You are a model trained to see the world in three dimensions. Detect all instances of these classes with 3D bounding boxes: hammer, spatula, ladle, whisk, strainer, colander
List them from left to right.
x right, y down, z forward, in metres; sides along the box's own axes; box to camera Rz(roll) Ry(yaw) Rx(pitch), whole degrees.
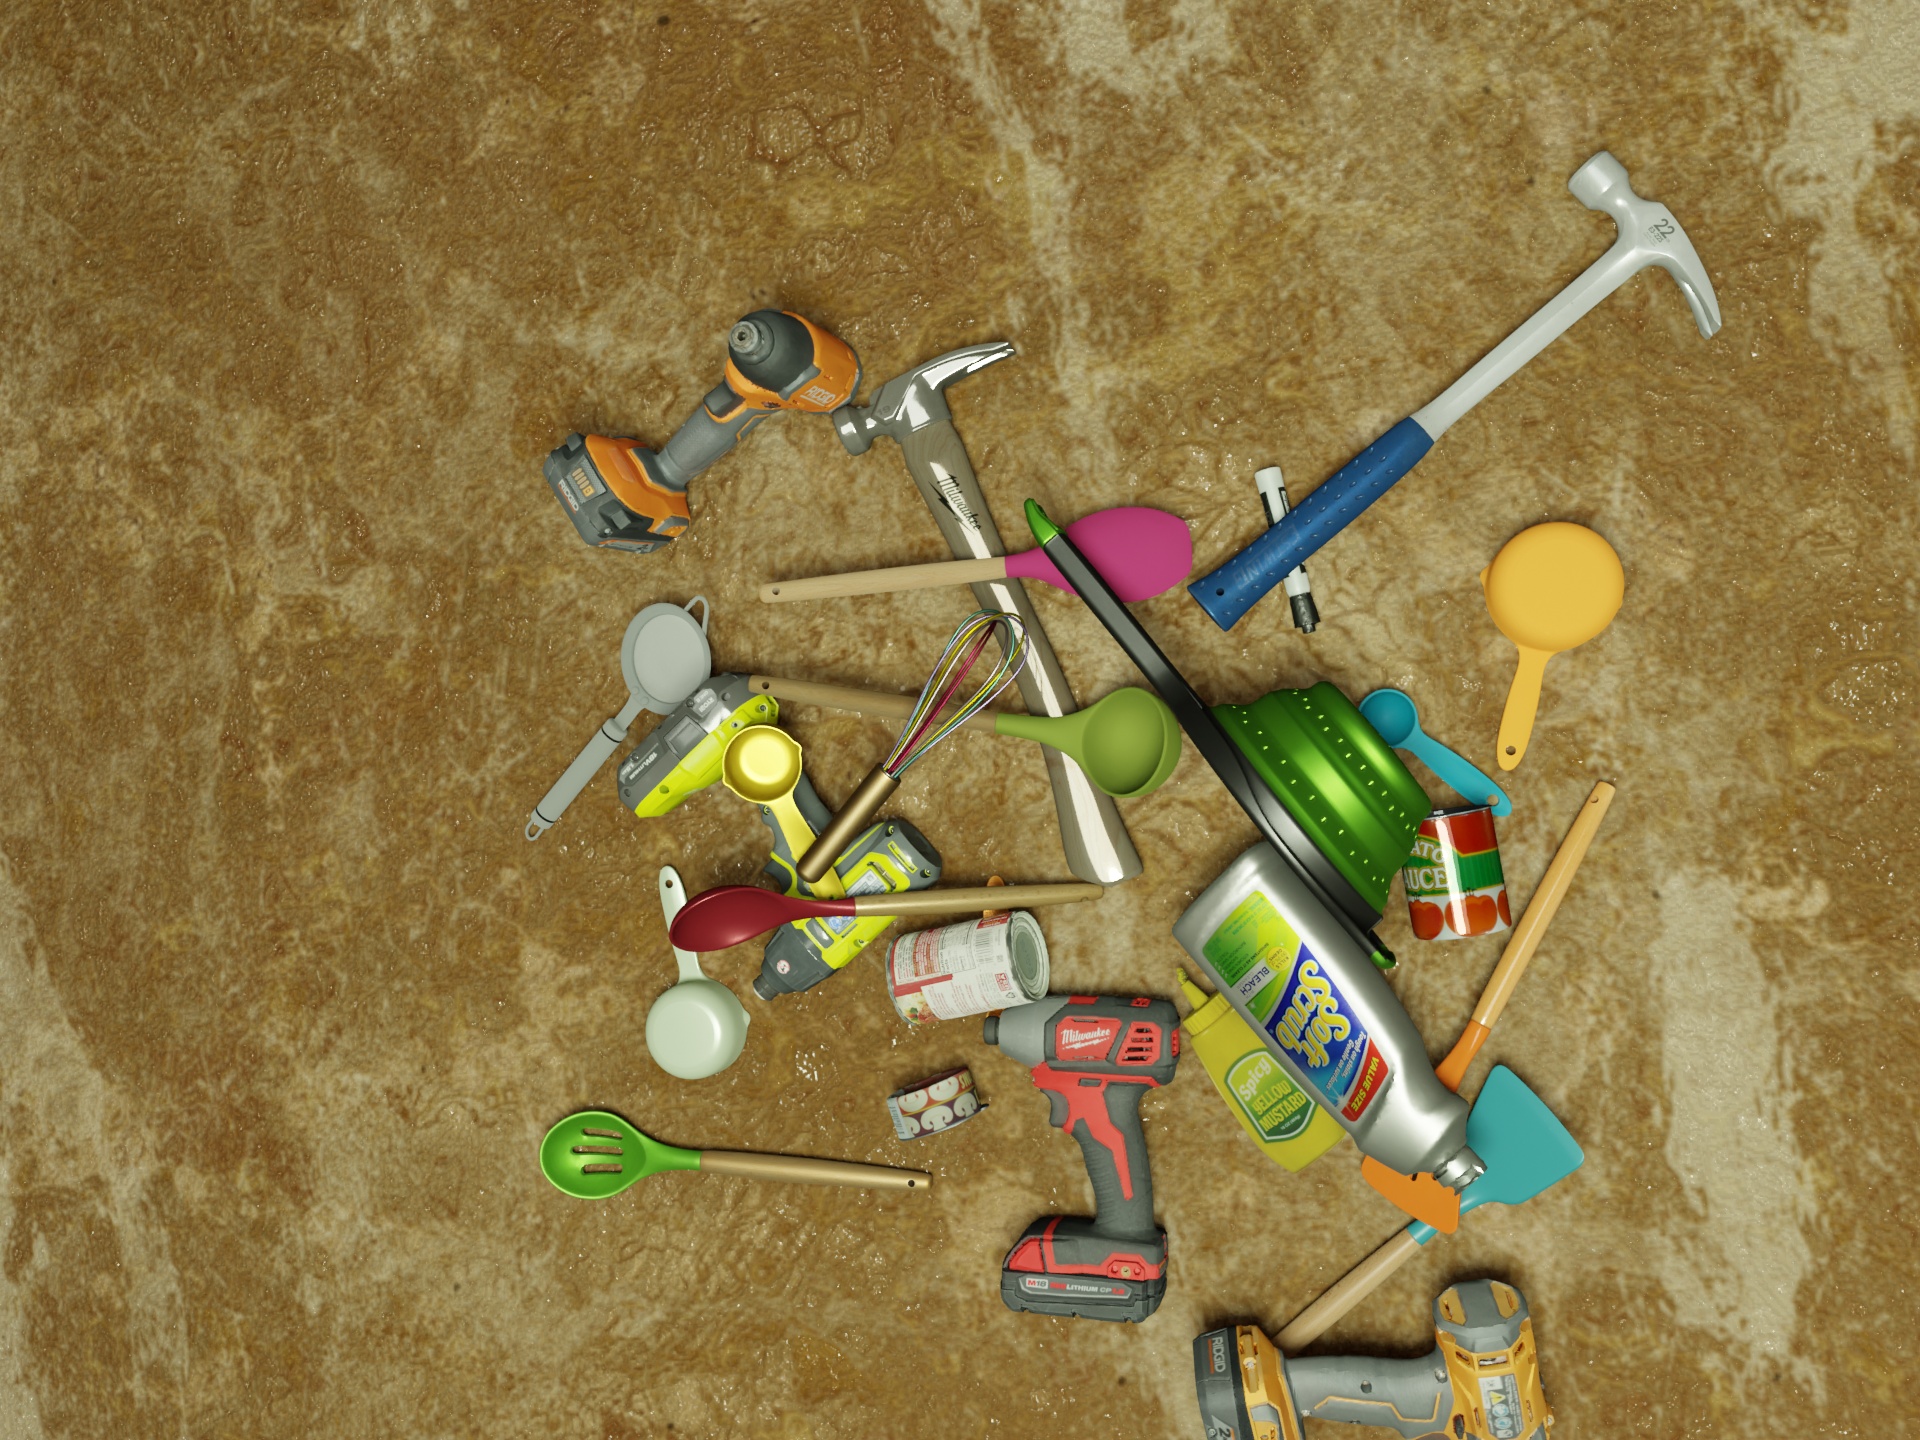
[{"bbox_3d":[-0.267,0.001,1.251,0.087,0.050,0.258,47,106,17],"label":"strainer"},{"bbox_3d":[-0.050,0.132,1.143,0.315,0.069,0.031,-2,49,-10],"label":"ladle"},{"bbox_3d":[-0.039,0.018,1.108,0.051,0.047,0.245,42,103,12],"label":"whisk"},{"bbox_3d":[-0.002,-0.004,1.133,0.320,0.062,0.078,9,87,10],"label":"ladle"},{"bbox_3d":[0.048,-0.075,1.175,0.146,0.038,0.411,-24,84,11],"label":"hammer"},{"bbox_3d":[0.190,-0.021,1.060,0.094,0.204,0.397,-40,75,9],"label":"colander"},{"bbox_3d":[0.293,0.374,1.108,0.317,0.044,0.082,-46,56,11],"label":"spatula"},{"bbox_3d":[0.329,-0.203,1.093,0.405,0.035,0.144,-40,81,7],"label":"hammer"},{"bbox_3d":[0.370,0.188,1.086,0.081,0.041,0.322,26,86,48],"label":"spatula"}]

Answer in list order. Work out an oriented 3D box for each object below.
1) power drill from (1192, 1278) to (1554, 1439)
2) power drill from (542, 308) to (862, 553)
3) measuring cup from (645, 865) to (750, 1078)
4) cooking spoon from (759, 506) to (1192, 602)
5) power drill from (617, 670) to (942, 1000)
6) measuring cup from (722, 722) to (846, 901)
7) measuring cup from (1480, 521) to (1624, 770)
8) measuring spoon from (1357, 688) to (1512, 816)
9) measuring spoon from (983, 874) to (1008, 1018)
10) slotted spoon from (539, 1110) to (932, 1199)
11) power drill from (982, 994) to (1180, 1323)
[{"bbox_3d":[0.286,0.485,1.081,0.226,0.084,0.185,-13,104,9],"label":"power drill"},{"bbox_3d":[-0.192,-0.219,1.170,0.226,0.164,0.084,-34,83,13],"label":"power drill"},{"bbox_3d":[-0.217,0.197,1.236,0.083,0.038,0.167,-13,89,14],"label":"measuring cup"},{"bbox_3d":[0.008,-0.108,1.156,0.319,0.017,0.069,-5,88,10],"label":"cooking spoon"},{"bbox_3d":[-0.147,0.088,1.203,0.171,0.080,0.223,-43,83,9],"label":"power drill"},{"bbox_3d":[-0.120,0.072,1.154,0.062,0.029,0.156,-25,102,4],"label":"measuring cup"},{"bbox_3d":[0.393,-0.050,1.079,0.095,0.052,0.173,14,91,14],"label":"measuring cup"},{"bbox_3d":[0.333,0.025,1.117,0.128,0.021,0.042,38,97,2],"label":"measuring spoon"},{"bbox_3d":[0.029,0.175,1.193,0.021,0.011,0.117,-3,85,25],"label":"measuring spoon"},{"bbox_3d":[-0.175,0.346,1.233,0.314,0.031,0.070,1,90,12],"label":"slotted spoon"},{"bbox_3d":[0.085,0.307,1.145,0.143,0.078,0.220,1,87,14],"label":"power drill"}]
